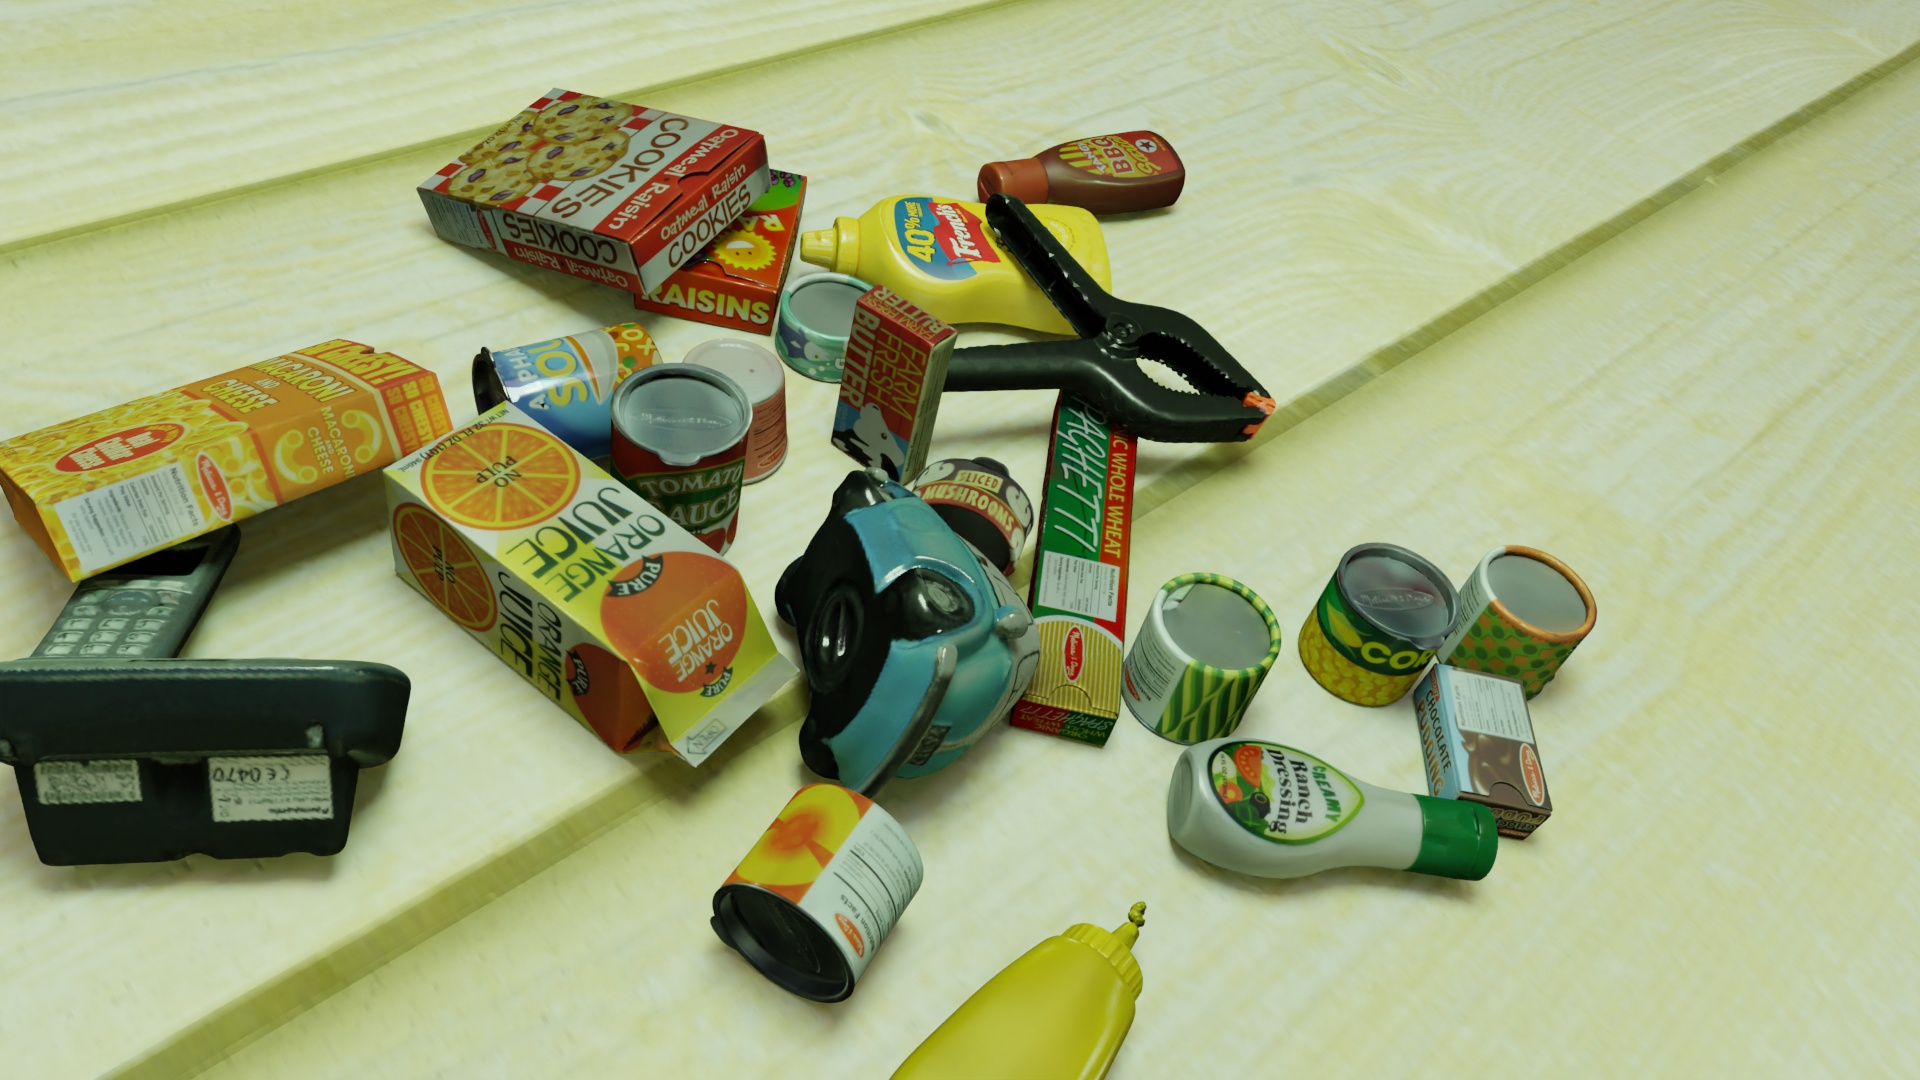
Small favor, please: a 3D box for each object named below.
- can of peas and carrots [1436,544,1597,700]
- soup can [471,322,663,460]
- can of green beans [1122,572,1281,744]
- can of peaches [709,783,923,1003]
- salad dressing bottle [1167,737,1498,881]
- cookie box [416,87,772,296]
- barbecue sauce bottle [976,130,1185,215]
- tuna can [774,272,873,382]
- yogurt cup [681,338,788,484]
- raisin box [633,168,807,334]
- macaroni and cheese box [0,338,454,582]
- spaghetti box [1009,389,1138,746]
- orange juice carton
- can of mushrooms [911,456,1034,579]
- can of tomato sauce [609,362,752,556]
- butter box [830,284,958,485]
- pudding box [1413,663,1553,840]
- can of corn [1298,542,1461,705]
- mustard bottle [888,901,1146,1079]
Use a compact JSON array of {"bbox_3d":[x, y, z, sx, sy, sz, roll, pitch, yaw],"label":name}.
[{"bbox_3d":[0.301,0.046,0.752,0.071,0.058,0.071,8,47,-8],"label":"can of peas and carrots"},{"bbox_3d":[-0.200,-0.075,0.719,0.084,0.071,0.071,-19,55,-30],"label":"soup can"},{"bbox_3d":[0.119,0.058,0.690,0.071,0.057,0.071,8,46,-8],"label":"can of green beans"},{"bbox_3d":[-0.058,0.141,0.560,0.071,0.070,0.058,29,47,12],"label":"can of peaches"},{"bbox_3d":[0.173,0.130,0.648,0.148,0.043,0.064,10,47,-6],"label":"salad dressing bottle"},{"bbox_3d":[-0.215,-0.211,0.823,0.167,0.040,0.123,19,52,25],"label":"cookie box"},{"bbox_3d":[0.084,-0.257,0.987,0.149,0.043,0.065,-15,54,-26],"label":"barbecue sauce bottle"},{"bbox_3d":[-0.075,-0.126,0.828,0.071,0.032,0.071,8,46,-8],"label":"tuna can"},{"bbox_3d":[-0.124,-0.071,0.748,0.072,0.053,0.073,8,47,-8],"label":"yogurt cup"},{"bbox_3d":[-0.146,-0.187,0.861,0.086,0.039,0.124,11,47,-6],"label":"raisin box"},{"bbox_3d":[-0.338,-0.045,0.638,0.167,0.040,0.124,-28,31,-35],"label":"macaroni and cheese box"},{"bbox_3d":[0.066,-0.001,0.751,0.050,0.028,0.251,13,46,-3],"label":"spaghetti box"},{"bbox_3d":[-0.168,0.025,0.633,0.193,0.072,0.072,34,48,16],"label":"orange juice carton"},{"bbox_3d":[0.003,-0.009,0.713,0.071,0.070,0.034,20,47,4],"label":"can of mushrooms"},{"bbox_3d":[-0.140,-0.034,0.689,0.071,0.082,0.071,8,46,-8],"label":"can of tomato sauce"},{"bbox_3d":[-0.037,-0.082,0.748,0.053,0.103,0.024,33,47,17],"label":"butter box"},{"bbox_3d":[0.263,0.106,0.704,0.050,0.030,0.084,12,46,-6],"label":"pudding box"},{"bbox_3d":[0.219,0.046,0.729,0.071,0.058,0.071,8,46,-8],"label":"can of corn"},{"bbox_3d":[0.030,0.197,0.542,0.065,0.048,0.161,38,49,19],"label":"mustard bottle"}]
